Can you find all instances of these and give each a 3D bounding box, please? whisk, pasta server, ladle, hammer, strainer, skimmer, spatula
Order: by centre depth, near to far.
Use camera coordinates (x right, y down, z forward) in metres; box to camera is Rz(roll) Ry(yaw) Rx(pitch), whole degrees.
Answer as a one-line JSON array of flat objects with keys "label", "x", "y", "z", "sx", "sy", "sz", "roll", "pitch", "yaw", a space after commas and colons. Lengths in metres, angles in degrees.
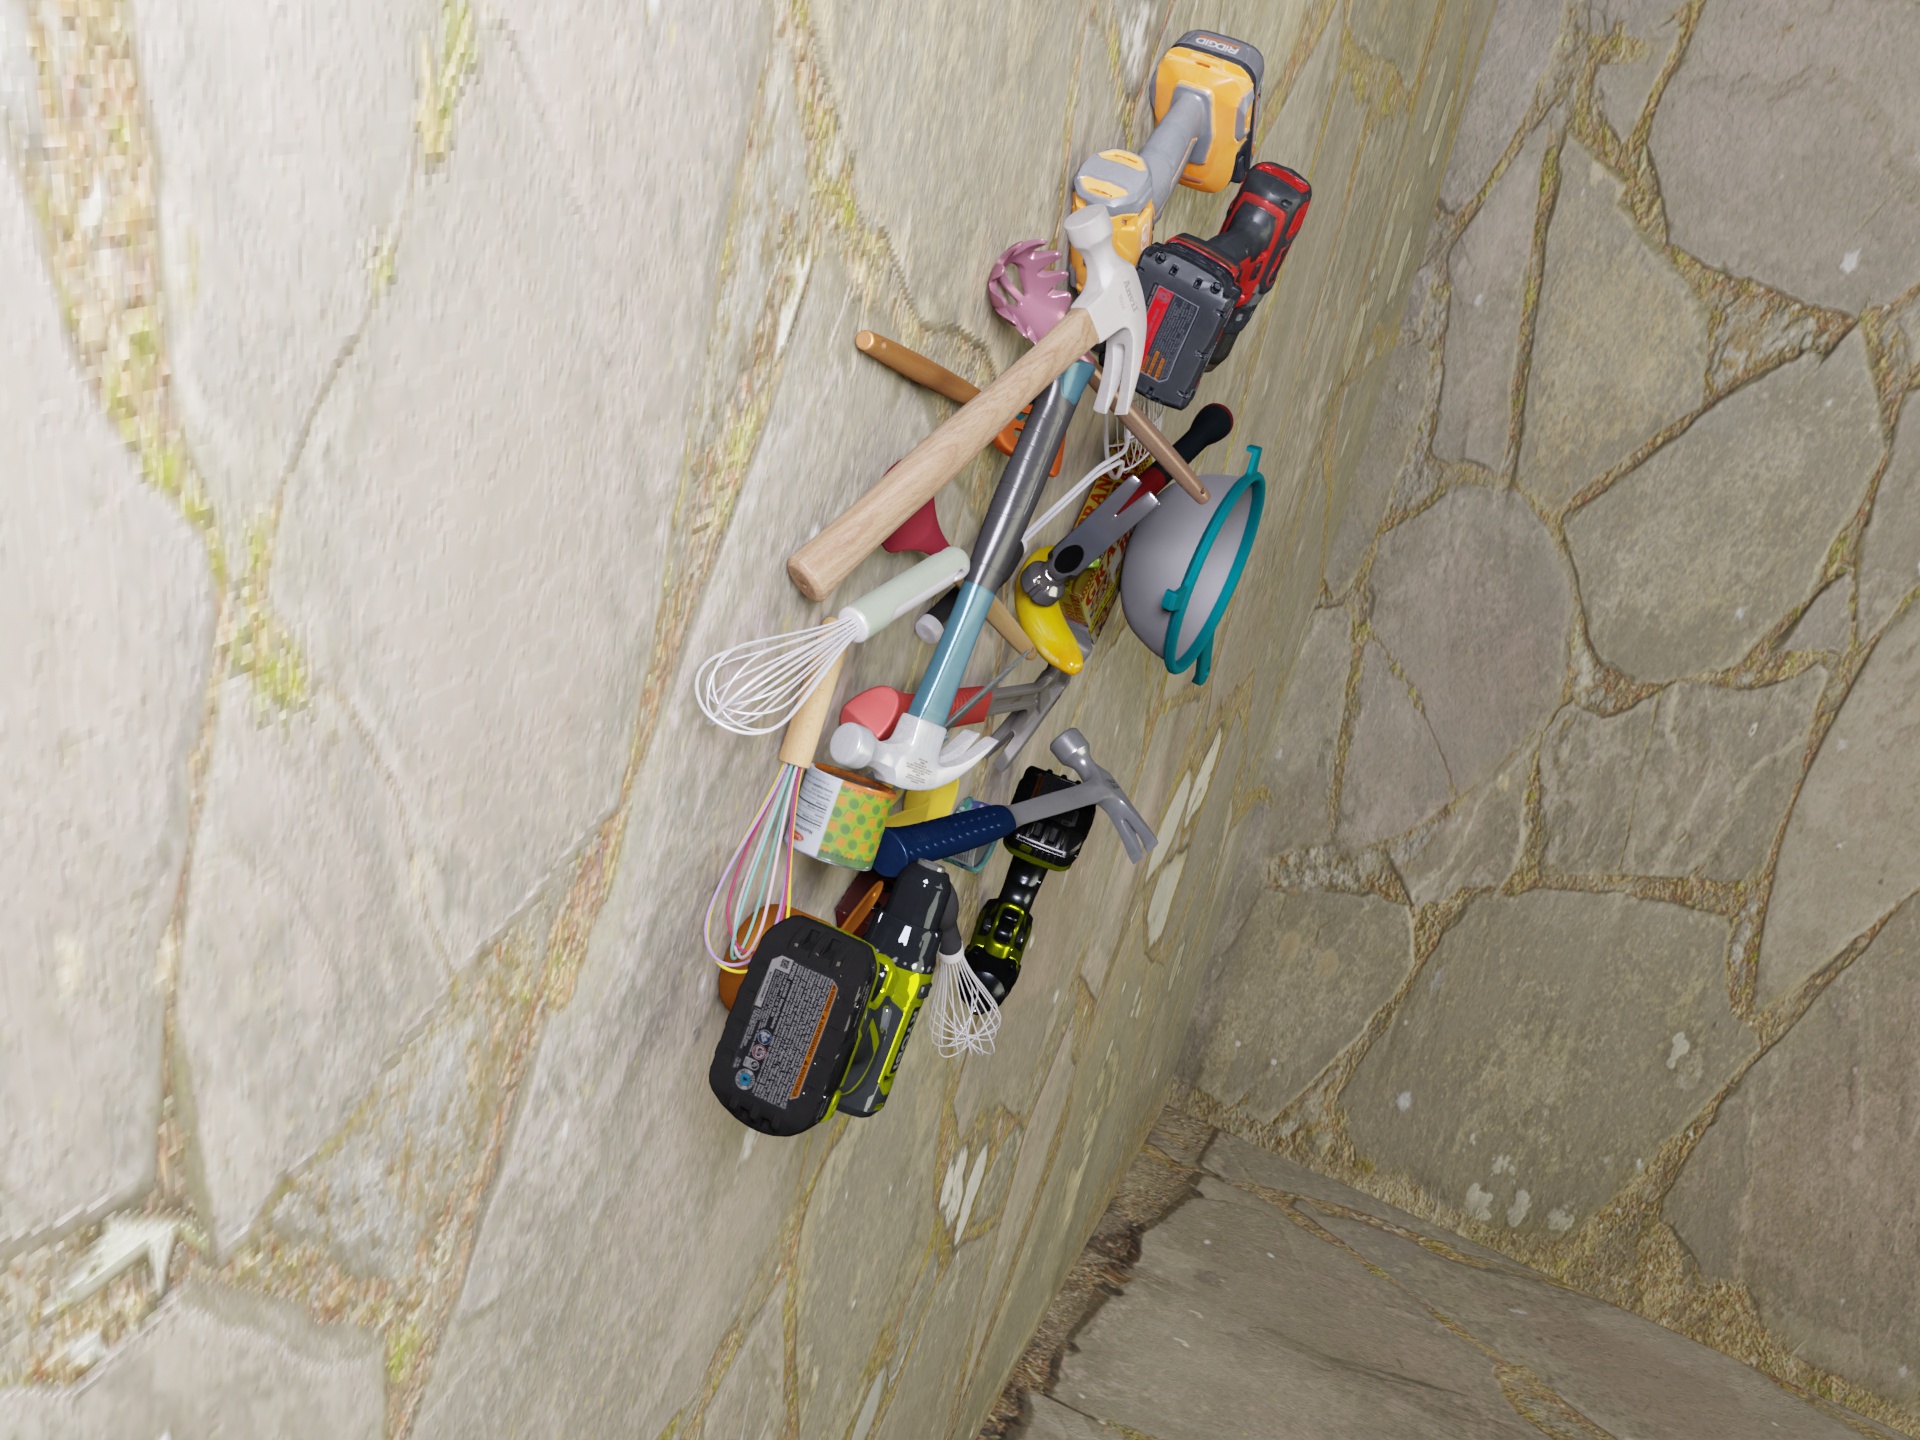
[{"label": "whisk", "x": -0.071, "y": -0.056, "z": 0.989, "sx": 0.246, "sy": 0.059, "sz": 0.057, "roll": -36, "pitch": 167, "yaw": -42}, {"label": "hammer", "x": 0.011, "y": -0.192, "z": 1.041, "sx": 0.331, "sy": 0.031, "sz": 0.129, "roll": -46, "pitch": 128, "yaw": -22}, {"label": "whisk", "x": -0.114, "y": 0.051, "z": 1.059, "sx": 0.051, "sy": 0.047, "sz": 0.245, "roll": 18, "pitch": 89, "yaw": -71}, {"label": "spatula", "x": 0.007, "y": -0.229, "z": 1.101, "sx": 0.322, "sy": 0.041, "sz": 0.081, "roll": -2, "pitch": 97, "yaw": -69}, {"label": "hammer", "x": 0.018, "y": -0.106, "z": 1.118, "sx": 0.128, "sy": 0.033, "sz": 0.331, "roll": 25, "pitch": 86, "yaw": -47}, {"label": "ladle", "x": 0.003, "y": -0.108, "z": 1.174, "sx": 0.069, "sy": 0.031, "sz": 0.315, "roll": -61, "pitch": 152, "yaw": -8}, {"label": "pasta server", "x": 0.114, "y": -0.251, "z": 1.202, "sx": 0.315, "sy": 0.040, "sz": 0.060, "roll": 38, "pitch": 82, "yaw": -43}, {"label": "hammer", "x": -0.002, "y": -0.004, "z": 1.299, "sx": 0.149, "sy": 0.037, "sz": 0.359, "roll": -54, "pitch": 163, "yaw": 19}, {"label": "skimmer", "x": 0.059, "y": -0.192, "z": 1.314, "sx": 0.363, "sy": 0.090, "sz": 0.127, "roll": -45, "pitch": 158, "yaw": -30}, {"label": "whisk", "x": -0.005, "y": 0.212, "z": 1.367, "sx": 0.070, "sy": 0.070, "sz": 0.284, "roll": -58, "pitch": 156, "yaw": -31}, {"label": "hammer", "x": 0.048, "y": 0.087, "z": 1.369, "sx": 0.035, "sy": 0.144, "sz": 0.405, "roll": -45, "pitch": 163, "yaw": 26}, {"label": "hammer", "x": 0.181, "y": -0.223, "z": 1.420, "sx": 0.143, "sy": 0.038, "sz": 0.386, "roll": -41, "pitch": -177, "yaw": 39}, {"label": "strainer", "x": 0.219, "y": -0.132, "z": 1.612, "sx": 0.211, "sy": 0.095, "sz": 0.340, "roll": -59, "pitch": 163, "yaw": -19}]

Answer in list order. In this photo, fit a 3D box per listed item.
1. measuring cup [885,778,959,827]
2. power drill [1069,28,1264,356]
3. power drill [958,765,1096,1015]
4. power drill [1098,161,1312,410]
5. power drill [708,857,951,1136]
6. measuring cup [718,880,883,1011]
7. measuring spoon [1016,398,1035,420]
[{"label": "measuring cup", "x": -0.049, "y": 0.074, "z": 1.301, "sx": 0.156, "sy": 0.029, "sz": 0.062, "roll": -22, "pitch": 130, "yaw": -60}, {"label": "power drill", "x": 0.158, "y": -0.416, "z": 1.278, "sx": 0.226, "sy": 0.084, "sz": 0.185, "roll": -56, "pitch": 161, "yaw": -24}, {"label": "power drill", "x": 0.058, "y": 0.173, "z": 1.570, "sx": 0.171, "sy": 0.080, "sz": 0.223, "roll": -63, "pitch": 174, "yaw": -64}, {"label": "power drill", "x": 0.197, "y": -0.335, "z": 1.290, "sx": 0.227, "sy": 0.080, "sz": 0.187, "roll": -48, "pitch": 166, "yaw": -44}, {"label": "power drill", "x": -0.075, "y": 0.188, "z": 1.099, "sx": 0.190, "sy": 0.080, "sz": 0.228, "roll": -69, "pitch": 164, "yaw": 1}, {"label": "measuring cup", "x": -0.115, "y": 0.156, "z": 1.157, "sx": 0.174, "sy": 0.052, "sz": 0.095, "roll": -46, "pitch": 151, "yaw": -54}, {"label": "measuring spoon", "x": 0.038, "y": -0.243, "z": 1.226, "sx": 0.128, "sy": 0.021, "sz": 0.042, "roll": -41, "pitch": 136, "yaw": -39}]
